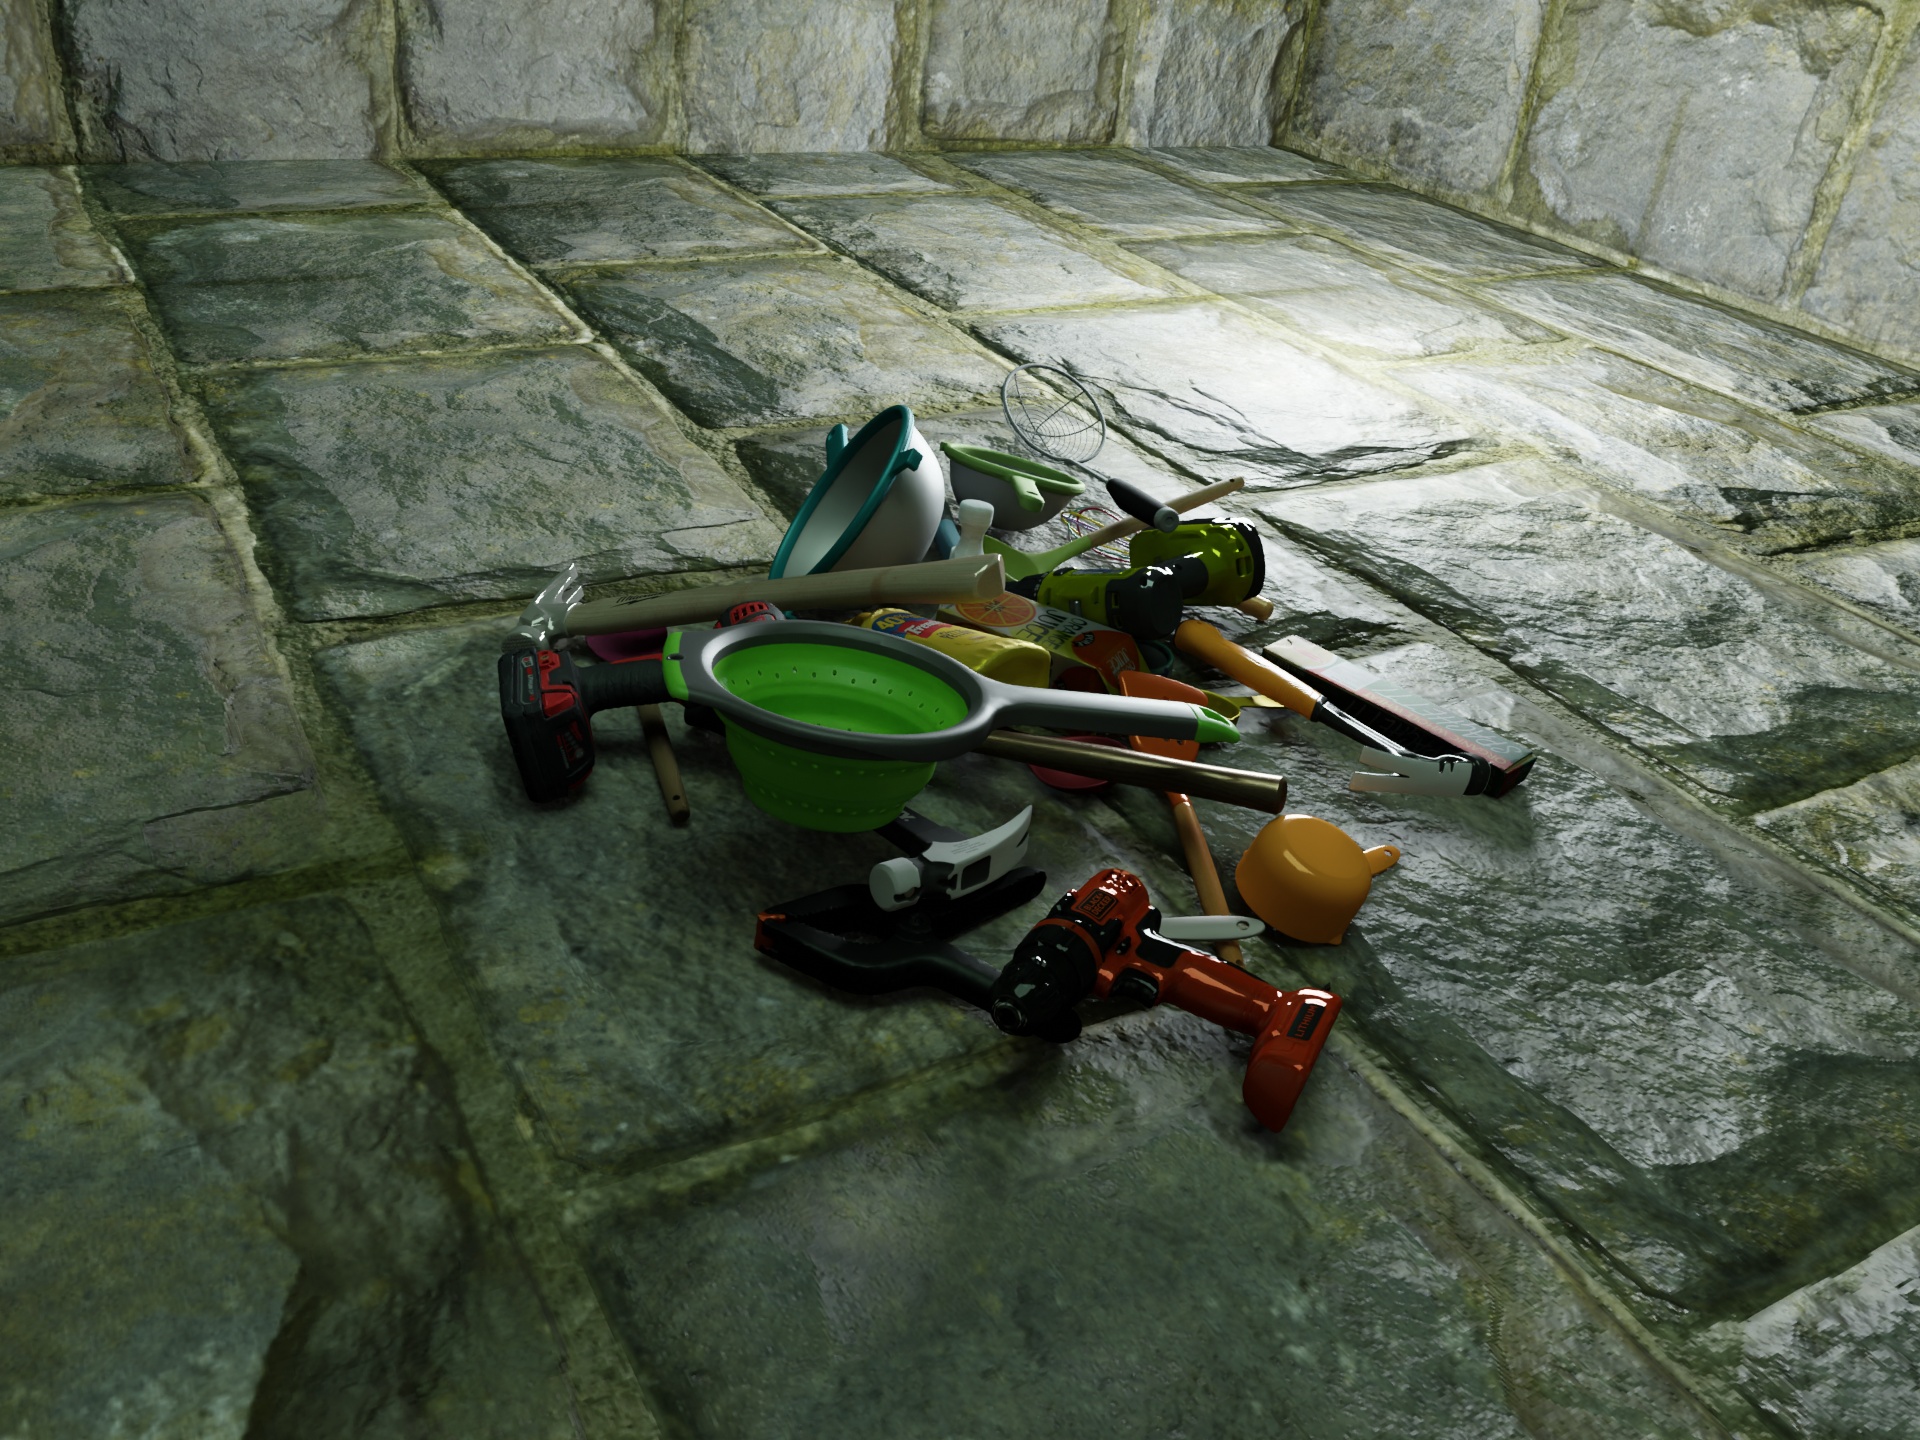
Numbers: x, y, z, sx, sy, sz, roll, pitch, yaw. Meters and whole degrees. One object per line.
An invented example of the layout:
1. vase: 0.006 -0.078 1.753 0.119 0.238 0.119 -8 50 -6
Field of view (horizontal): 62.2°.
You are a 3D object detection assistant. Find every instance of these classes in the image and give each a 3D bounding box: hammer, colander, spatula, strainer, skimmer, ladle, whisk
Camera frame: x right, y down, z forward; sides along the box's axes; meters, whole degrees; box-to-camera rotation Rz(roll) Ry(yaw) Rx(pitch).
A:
1. hammer: -0.166 -0.106 1.320 0.410 0.038 0.146 -5 29 11
2. colander: -0.006 0.019 1.077 0.397 0.094 0.205 6 22 -14
3. hammer: 0.073 0.025 1.170 0.331 0.031 0.130 10 5 19
4. spatula: 0.172 0.074 1.171 0.081 0.041 0.323 15 32 -16
5. strainer: -0.085 -0.203 1.503 0.095 0.211 0.341 34 18 -20
6. hammer: -0.016 -0.185 1.525 0.033 0.128 0.331 6 21 -11
7. strainer: 0.052 -0.216 1.585 0.151 0.069 0.256 14 17 -8
8. skimmer: 0.140 -0.275 1.583 0.127 0.090 0.364 13 18 -24
9. ladle: -0.002 -0.004 1.294 0.316 0.031 0.069 22 45 28
10. hammer: 0.273 -0.018 1.310 0.127 0.034 0.337 4 19 -30
11. hammer: -0.094 0.041 1.161 0.146 0.035 0.335 -14 30 -40
12. whisk: 0.202 -0.156 1.578 0.245 0.047 0.051 29 49 26
13. ladle: 0.147 -0.191 1.544 0.320 0.062 0.078 -23 55 -20

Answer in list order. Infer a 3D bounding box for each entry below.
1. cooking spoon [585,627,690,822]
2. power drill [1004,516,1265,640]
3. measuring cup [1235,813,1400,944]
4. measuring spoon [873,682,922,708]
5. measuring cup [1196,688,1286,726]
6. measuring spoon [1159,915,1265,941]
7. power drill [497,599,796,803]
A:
1. cooking spoon: -0.250 -0.013 1.267 0.068 0.017 0.319 -11 34 -15
2. power drill: 0.152 -0.123 1.441 0.191 0.080 0.228 3 18 42
3. measuring cup: 0.274 0.098 1.138 0.173 0.052 0.095 -14 50 -40
4. measuring spoon: -0.023 -0.012 1.284 0.117 0.011 0.021 13 48 22
5. measuring cup: 0.242 -0.004 1.352 0.156 0.029 0.062 -1 27 -36
6. measuring spoon: 0.142 0.136 1.070 0.124 0.018 0.034 -2 42 10
7. power drill: -0.221 -0.019 1.176 0.219 0.078 0.143 -15 32 -10
